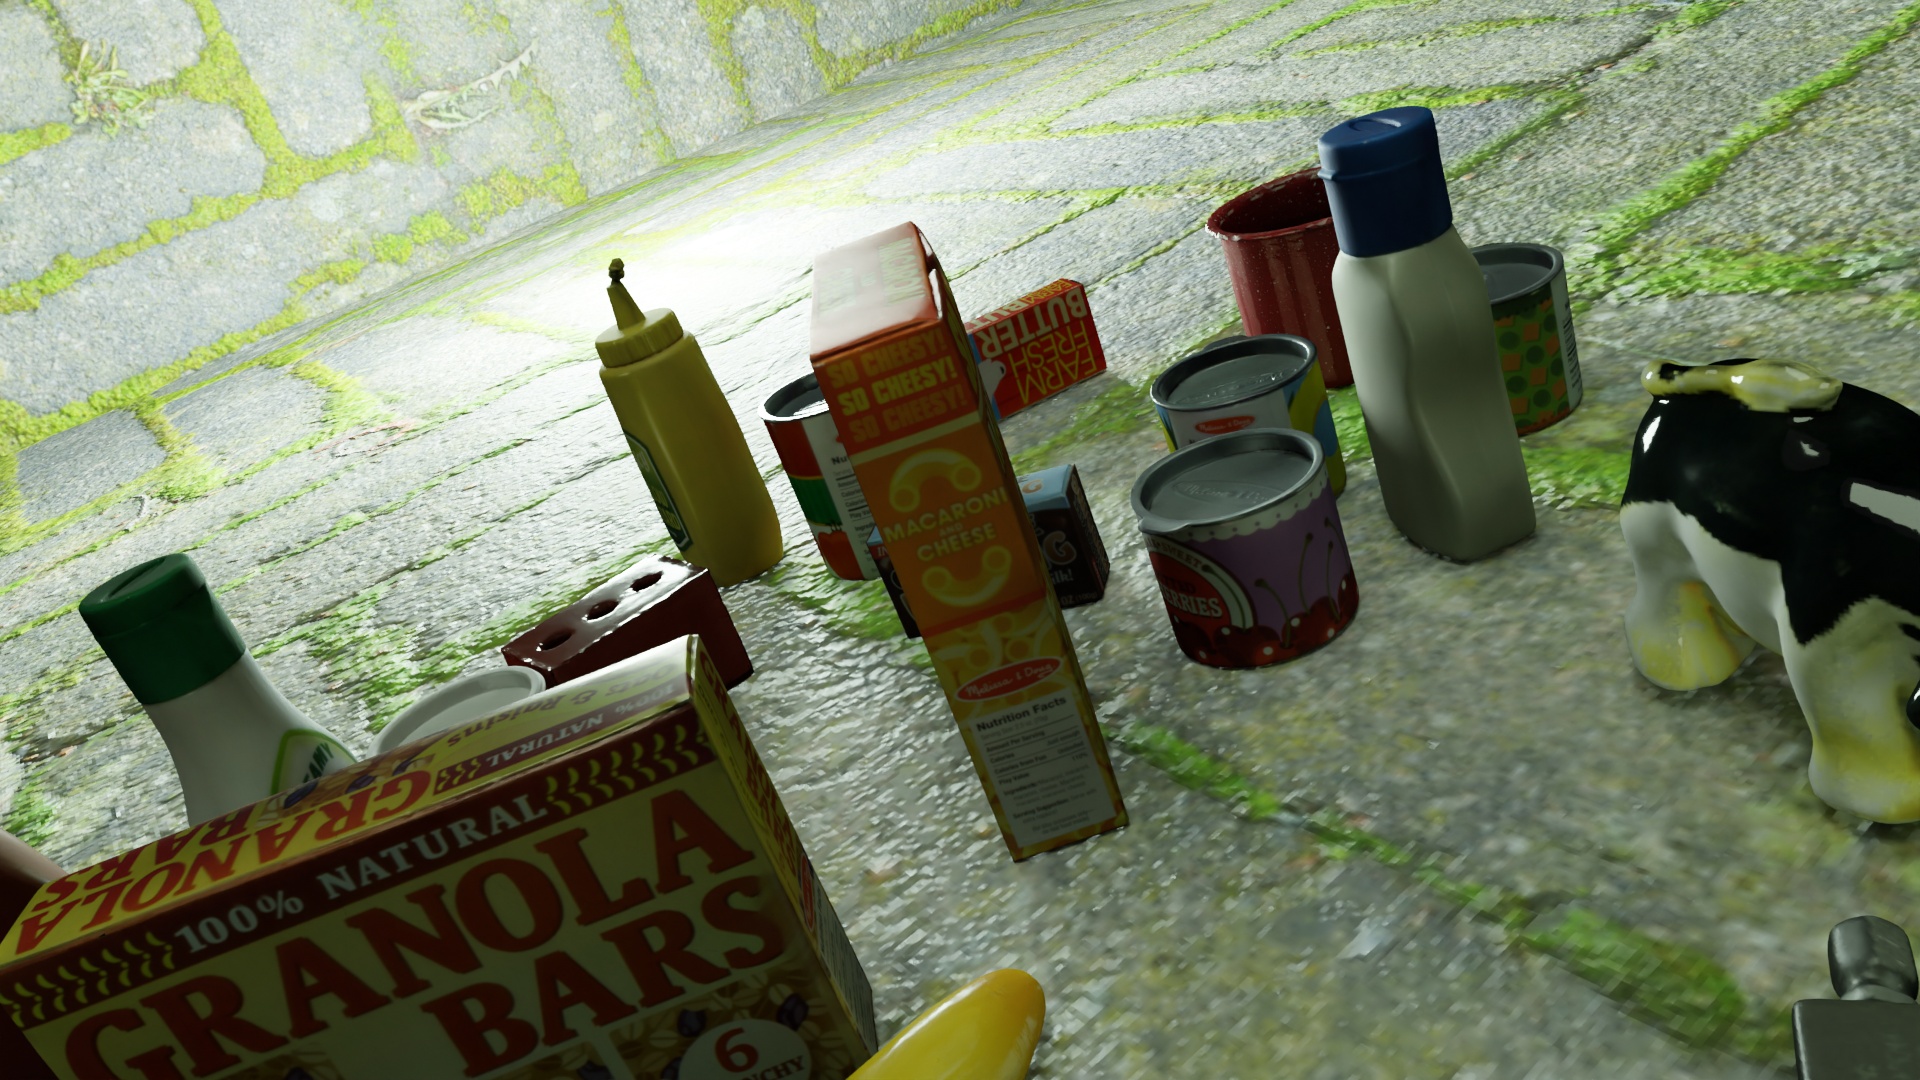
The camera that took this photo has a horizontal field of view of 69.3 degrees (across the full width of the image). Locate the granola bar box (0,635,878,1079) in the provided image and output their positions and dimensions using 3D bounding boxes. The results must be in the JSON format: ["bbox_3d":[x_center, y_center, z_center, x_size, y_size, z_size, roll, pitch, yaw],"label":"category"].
[{"bbox_3d":[-0.117,0.110,0.338,0.166,0.123,0.039,-21,24,-2],"label":"granola bar box"}]

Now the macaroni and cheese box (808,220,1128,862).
[{"bbox_3d":[0.002,-0.005,0.433,0.040,0.165,0.124,-19,24,3],"label":"macaroni and cheese box"}]

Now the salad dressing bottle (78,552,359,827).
[{"bbox_3d":[-0.245,0.075,0.479,0.044,0.147,0.064,-13,25,17],"label":"salad dressing bottle"}]

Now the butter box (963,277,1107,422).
[{"bbox_3d":[0.024,-0.096,0.740,0.104,0.053,0.024,-27,25,-14],"label":"butter box"}]

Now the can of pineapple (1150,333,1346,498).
[{"bbox_3d":[0.116,-0.044,0.555,0.071,0.057,0.071,-17,24,8],"label":"can of pineapple"}]

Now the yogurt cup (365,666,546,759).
[{"bbox_3d":[-0.176,0.087,0.515,0.072,0.053,0.073,-17,24,8],"label":"yogurt cup"}]

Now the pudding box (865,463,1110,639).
[{"bbox_3d":[0.011,0.004,0.546,0.083,0.049,0.030,-13,25,17],"label":"pudding box"}]

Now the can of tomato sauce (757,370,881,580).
[{"bbox_3d":[-0.046,-0.034,0.630,0.071,0.082,0.071,-17,24,8],"label":"can of tomato sauce"}]

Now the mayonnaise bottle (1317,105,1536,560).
[{"bbox_3d":[0.155,-0.069,0.468,0.041,0.147,0.065,-22,24,-3],"label":"mayonnaise bottle"}]

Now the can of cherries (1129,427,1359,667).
[{"bbox_3d":[0.095,0.003,0.474,0.071,0.058,0.072,-17,24,8],"label":"can of cherries"}]

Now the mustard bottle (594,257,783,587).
[{"bbox_3d":[-0.133,-0.056,0.650,0.049,0.159,0.065,-30,26,-20],"label":"mustard bottle"}]

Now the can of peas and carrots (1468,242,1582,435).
[{"bbox_3d":[0.208,-0.079,0.556,0.071,0.058,0.071,-17,24,8],"label":"can of peas and carrots"}]

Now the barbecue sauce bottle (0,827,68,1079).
[{"bbox_3d":[-0.299,0.122,0.423,0.043,0.148,0.065,2,33,41],"label":"barbecue sauce bottle"}]
